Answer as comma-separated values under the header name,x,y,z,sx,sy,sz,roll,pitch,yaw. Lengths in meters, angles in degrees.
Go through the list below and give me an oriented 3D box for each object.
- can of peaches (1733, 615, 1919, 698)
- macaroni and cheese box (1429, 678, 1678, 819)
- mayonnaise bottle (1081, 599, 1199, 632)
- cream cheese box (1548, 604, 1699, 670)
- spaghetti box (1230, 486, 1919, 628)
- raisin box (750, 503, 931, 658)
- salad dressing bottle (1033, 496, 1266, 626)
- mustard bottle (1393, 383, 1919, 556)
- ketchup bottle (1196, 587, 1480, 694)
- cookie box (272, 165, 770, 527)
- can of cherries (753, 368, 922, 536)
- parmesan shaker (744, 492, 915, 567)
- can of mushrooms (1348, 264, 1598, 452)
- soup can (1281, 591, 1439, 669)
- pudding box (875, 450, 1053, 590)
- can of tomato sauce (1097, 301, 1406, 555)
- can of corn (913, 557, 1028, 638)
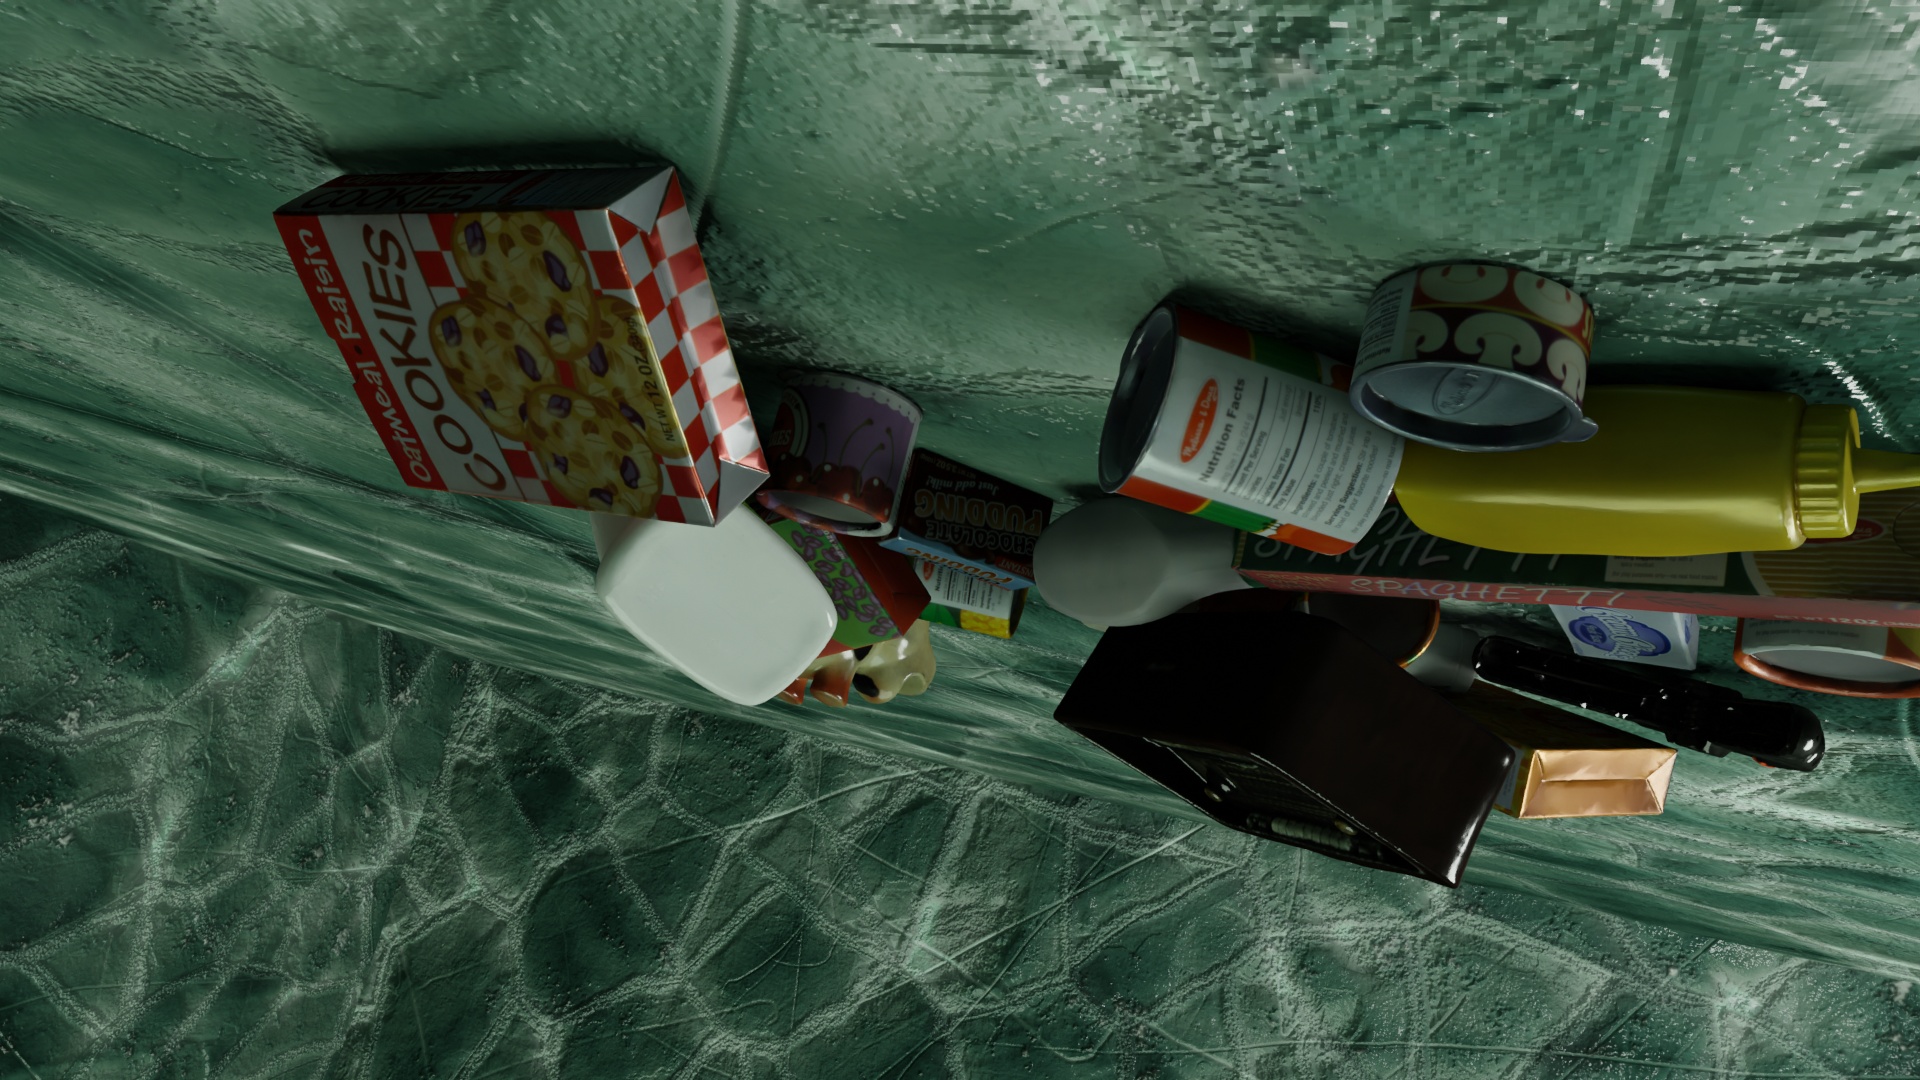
name,x,y,z,sx,sy,sz,roll,pitch,yaw
can of peaches,0.316,0.021,0.494,0.071,0.058,0.071,14,166,4
macaroni and cheese box,0.285,0.107,0.776,0.124,0.040,0.166,6,-172,-32
mayonnaise bottle,0.150,0.051,0.836,0.148,0.041,0.064,16,168,-11
cream cheese box,0.302,0.033,0.632,0.053,0.024,0.103,5,164,33
spaghetti box,0.219,-0.002,0.519,0.250,0.050,0.028,2,161,43
raisin box,-0.090,0.020,0.749,0.123,0.040,0.086,-17,115,36
salad dressing bottle,0.106,0.007,0.665,0.147,0.064,0.044,-6,176,38
mustard bottle,0.223,-0.022,0.437,0.160,0.049,0.065,3,163,39
ketchup bottle,0.206,0.050,0.764,0.149,0.043,0.064,12,173,6
cookie box,-0.164,-0.073,0.516,0.167,0.040,0.122,7,128,29
can of cherries,-0.059,-0.040,0.639,0.071,0.058,0.071,13,167,3
parmesan shaker,-0.084,0.001,0.803,0.103,0.071,0.071,8,165,24
can of mushrooms,0.155,-0.053,0.415,0.071,0.033,0.071,14,166,4
soup can,0.197,0.039,0.688,0.071,0.071,0.083,12,166,9
pudding box,0.003,-0.009,0.720,0.084,0.050,0.030,20,164,-23
can of tomato sauce,0.097,-0.037,0.472,0.083,0.071,0.071,16,166,-9
can of corn,0.008,0.019,0.797,0.058,0.071,0.071,12,166,10
